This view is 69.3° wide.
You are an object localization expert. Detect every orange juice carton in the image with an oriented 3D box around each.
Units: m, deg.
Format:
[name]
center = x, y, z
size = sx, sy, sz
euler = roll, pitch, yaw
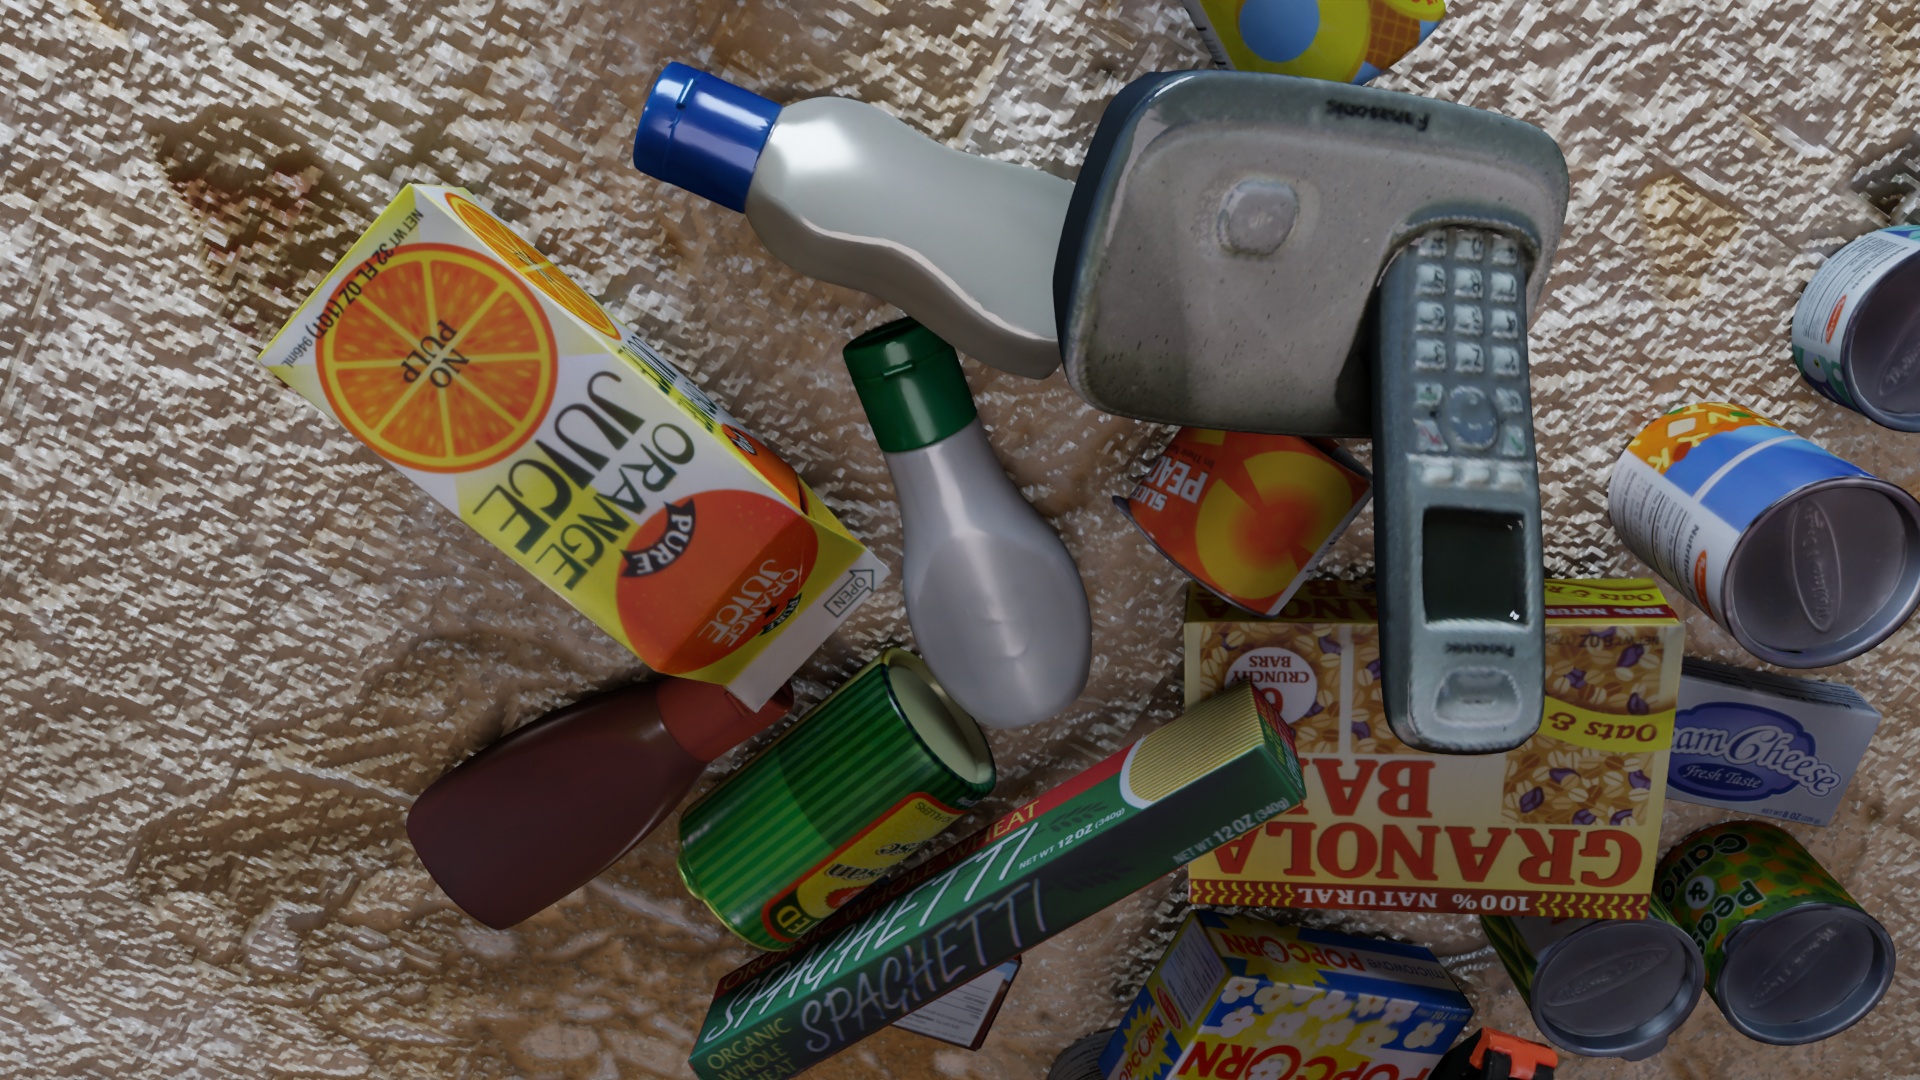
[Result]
[orange juice carton]
center = -0.117, -0.025, 0.458
size = 0.192, 0.073, 0.072
euler = 41, 95, -15

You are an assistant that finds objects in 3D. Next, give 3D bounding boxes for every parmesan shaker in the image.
[parmesan shaker]
center = -0.046, 0.096, 0.514
size = 0.103, 0.071, 0.071
euler = -39, 107, 14

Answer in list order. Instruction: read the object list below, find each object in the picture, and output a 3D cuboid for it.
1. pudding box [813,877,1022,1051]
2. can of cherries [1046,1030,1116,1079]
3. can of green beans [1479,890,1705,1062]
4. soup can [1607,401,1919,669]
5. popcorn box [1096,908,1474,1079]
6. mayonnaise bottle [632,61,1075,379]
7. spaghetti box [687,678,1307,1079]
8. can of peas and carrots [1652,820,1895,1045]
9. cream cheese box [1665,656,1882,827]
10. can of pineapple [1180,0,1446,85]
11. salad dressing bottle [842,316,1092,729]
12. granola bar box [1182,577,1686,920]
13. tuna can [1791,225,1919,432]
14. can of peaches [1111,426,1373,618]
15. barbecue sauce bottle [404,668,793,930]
[pudding box]
center = -0.022, 0.170, 0.567
size = 0.084, 0.030, 0.049
euler = 19, 111, -8
[can of cherries]
center = 0.072, 0.253, 0.586
size = 0.071, 0.058, 0.071
euler = -1, 111, -1
[can of green beans]
center = 0.247, 0.159, 0.550
size = 0.071, 0.058, 0.071
euler = 0, 112, -1
[soup can]
center = 0.273, -0.005, 0.471
size = 0.071, 0.084, 0.071
euler = 0, 112, -1
[popcorn box]
center = 0.131, 0.200, 0.559
size = 0.127, 0.038, 0.085
euler = 16, 113, -24
[mayonnaise bottle]
center = -0.028, -0.106, 0.443
size = 0.148, 0.041, 0.065
euler = 22, 68, -6
[spaghetti box]
center = 0.007, 0.131, 0.502
size = 0.249, 0.050, 0.028
euler = -33, 104, 15
[can of peas and carrots]
center = 0.316, 0.153, 0.549
size = 0.071, 0.059, 0.070
euler = 0, 111, 0
[cream cheese box]
center = 0.291, 0.075, 0.536
size = 0.104, 0.024, 0.053
euler = 10, 110, -5
[can of pineapple]
center = 0.104, -0.166, 0.414
size = 0.071, 0.071, 0.057
euler = -31, 110, 11
[salad dressing bottle]
center = 0.002, -0.006, 0.490
size = 0.064, 0.044, 0.147
euler = -18, 109, 7
[granola bar box]
center = 0.167, 0.076, 0.513
size = 0.165, 0.039, 0.123
euler = 0, 113, 11
[tuna can]
center = 0.326, -0.072, 0.473
size = 0.071, 0.033, 0.070
euler = 0, 112, -1
[can of peaches]
center = 0.097, -0.017, 0.474
size = 0.071, 0.071, 0.058
euler = 32, 108, -12
[barbecue sauce bottle]
center = -0.133, 0.086, 0.525
size = 0.148, 0.044, 0.064
euler = -32, 104, 11
